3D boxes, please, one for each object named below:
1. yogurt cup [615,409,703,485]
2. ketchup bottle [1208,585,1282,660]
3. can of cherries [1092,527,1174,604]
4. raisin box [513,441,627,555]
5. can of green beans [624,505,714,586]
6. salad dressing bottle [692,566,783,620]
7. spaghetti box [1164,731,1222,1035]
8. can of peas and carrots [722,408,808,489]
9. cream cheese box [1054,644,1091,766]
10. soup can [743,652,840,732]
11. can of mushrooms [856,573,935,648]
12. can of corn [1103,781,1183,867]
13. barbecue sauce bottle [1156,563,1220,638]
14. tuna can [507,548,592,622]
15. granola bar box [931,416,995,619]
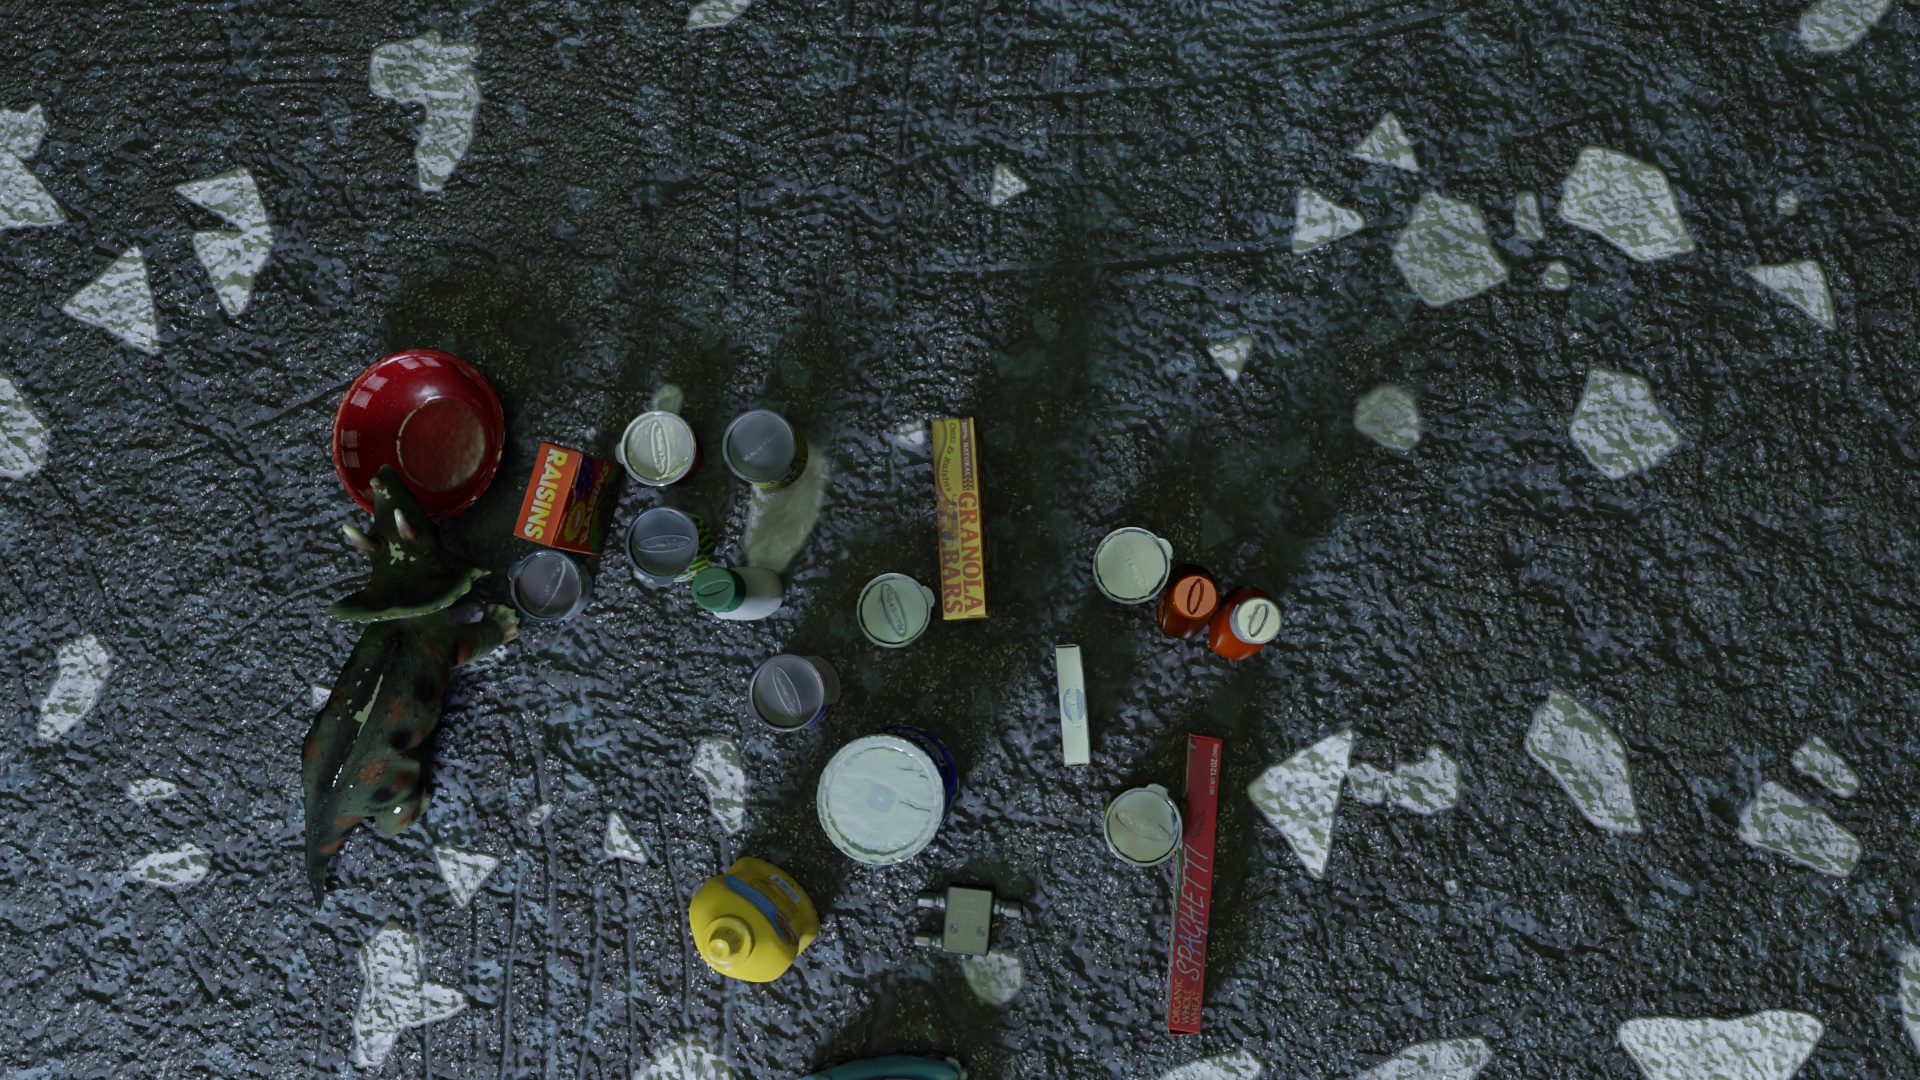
[{"bbox_3d":[-0.265,-0.080,1.252,0.072,0.054,0.072,0,85,5],"label":"yogurt cup"},{"bbox_3d":[0.237,0.067,1.152,0.043,0.148,0.064,24,88,6],"label":"ketchup bottle"},{"bbox_3d":[0.150,0.023,1.208,0.071,0.058,0.071,0,85,5],"label":"can of cherries"},{"bbox_3d":[-0.340,-0.034,1.218,0.040,0.123,0.086,17,87,6],"label":"raisin box"},{"bbox_3d":[-0.259,0.004,1.242,0.071,0.058,0.071,0,85,5],"label":"can of green beans"},{"bbox_3d":[-0.192,0.044,1.188,0.064,0.147,0.044,-17,84,3],"label":"salad dressing bottle"},{"bbox_3d":[0.198,0.290,1.185,0.029,0.050,0.250,5,85,5],"label":"spaghetti box"},{"bbox_3d":[-0.172,-0.079,1.242,0.071,0.058,0.071,0,85,5],"label":"can of peas and carrots"},{"bbox_3d":[0.097,0.142,1.204,0.024,0.053,0.104,-5,85,4],"label":"cream cheese box"},{"bbox_3d":[-0.146,0.132,1.209,0.071,0.083,0.071,0,85,5],"label":"soup can"},{"bbox_3d":[-0.055,0.062,1.233,0.071,0.033,0.071,0,85,4],"label":"can of mushrooms"},{"bbox_3d":[0.157,0.239,1.188,0.071,0.058,0.071,0,85,5],"label":"can of corn"},{"bbox_3d":[0.190,0.049,1.157,0.044,0.148,0.065,16,87,6],"label":"barbecue sauce bottle"},{"bbox_3d":[-0.372,0.040,1.260,0.071,0.033,0.071,0,85,4],"label":"tuna can"},{"bbox_3d":[0.004,-0.015,1.189,0.039,0.124,0.165,-4,85,4],"label":"granola bar box"}]
